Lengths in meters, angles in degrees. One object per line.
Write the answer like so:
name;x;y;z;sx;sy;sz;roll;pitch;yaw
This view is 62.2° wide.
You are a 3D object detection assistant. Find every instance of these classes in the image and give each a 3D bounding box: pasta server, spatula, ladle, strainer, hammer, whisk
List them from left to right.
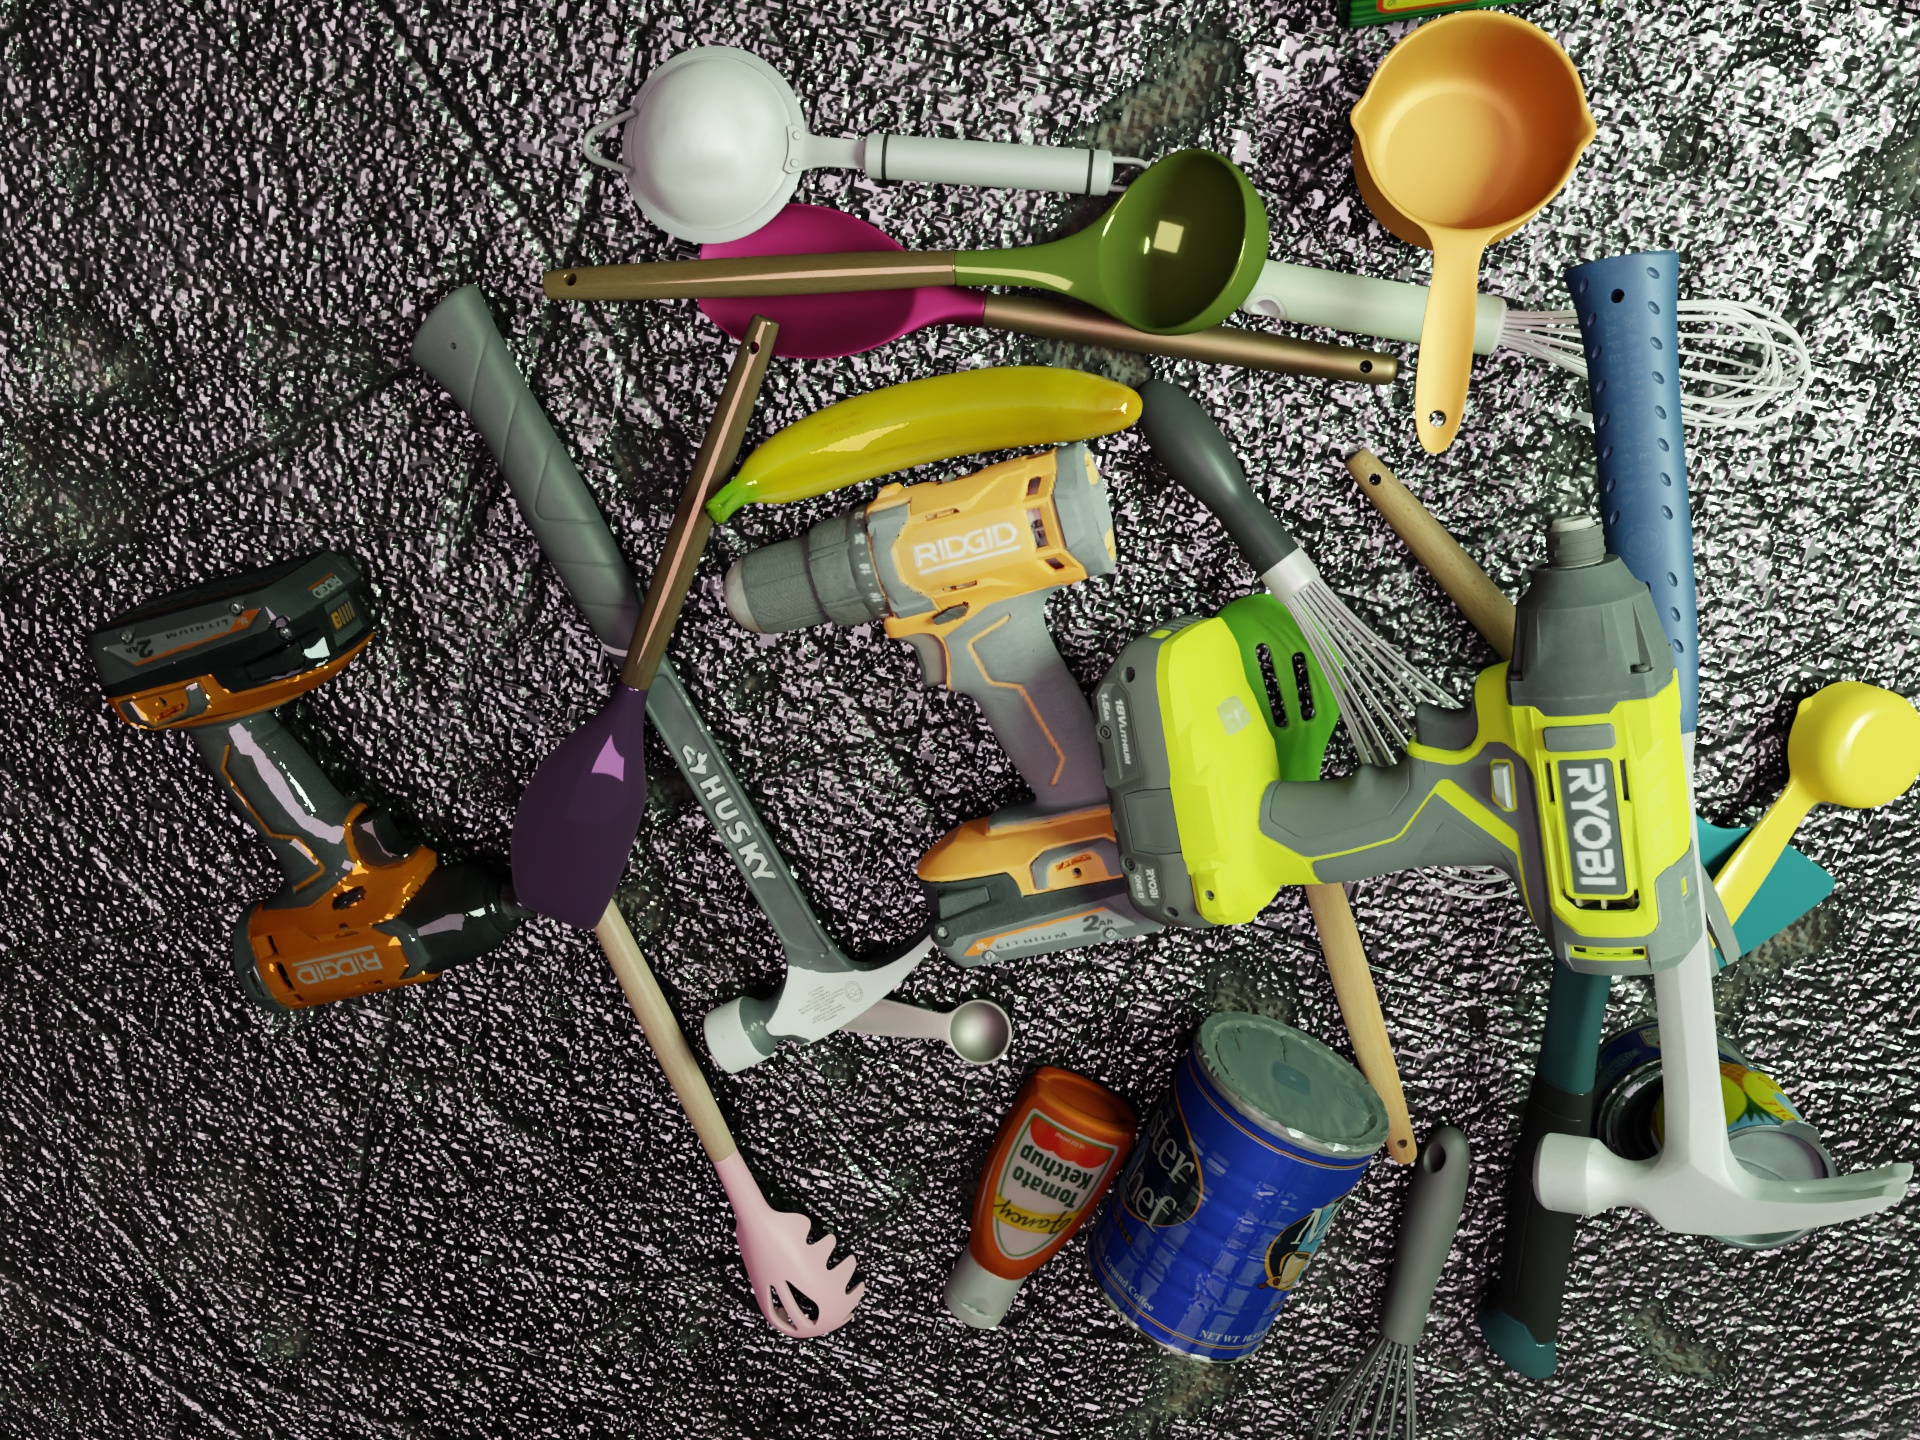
spatula;-0.148;-0.041;0.754;0.060;0.018;0.316;23;106;-2
hammer;-0.147;-0.021;0.786;0.149;0.036;0.408;-25;103;10
pasta server;-0.139;0.210;0.870;0.060;0.040;0.316;-22;100;14
strainer;-0.045;-0.250;0.697;0.258;0.050;0.087;5;94;2
ladle;-0.030;-0.199;0.686;0.320;0.062;0.078;0;84;7
whisk;0.167;-0.039;0.713;0.070;0.070;0.284;-38;87;17
whisk;0.233;0.324;0.851;0.055;0.055;0.239;11;104;3
whisk;0.239;-0.170;0.687;0.246;0.057;0.059;12;75;6
hammer;0.292;0.185;0.777;0.128;0.033;0.330;26;126;46
spatula;0.286;-0.005;0.745;0.082;0.044;0.317;-41;95;17
hammer;0.295;0.015;0.652;0.144;0.035;0.405;-3;97;37

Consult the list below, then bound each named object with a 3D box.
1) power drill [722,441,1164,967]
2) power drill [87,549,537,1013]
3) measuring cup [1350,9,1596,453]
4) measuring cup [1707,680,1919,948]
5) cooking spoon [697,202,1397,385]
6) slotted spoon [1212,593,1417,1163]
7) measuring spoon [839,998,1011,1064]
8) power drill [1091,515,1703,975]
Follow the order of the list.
power drill;-0.001;-0.002;0.754;0.185;0.084;0.226;-13;102;14
power drill;-0.317;0.035;0.806;0.164;0.084;0.226;-13;111;11
measuring cup;0.202;-0.196;0.658;0.095;0.052;0.173;6;96;7
measuring cup;0.379;0.051;0.719;0.062;0.029;0.156;38;88;-18
cooking spoon;0.036;-0.182;0.719;0.319;0.017;0.068;10;99;4
slotted spoon;0.184;0.088;0.786;0.070;0.031;0.313;-17;107;9
measuring spoon;-0.032;0.157;0.845;0.124;0.018;0.034;7;93;12
power drill;0.174;0.012;0.649;0.223;0.080;0.171;-4;104;34
